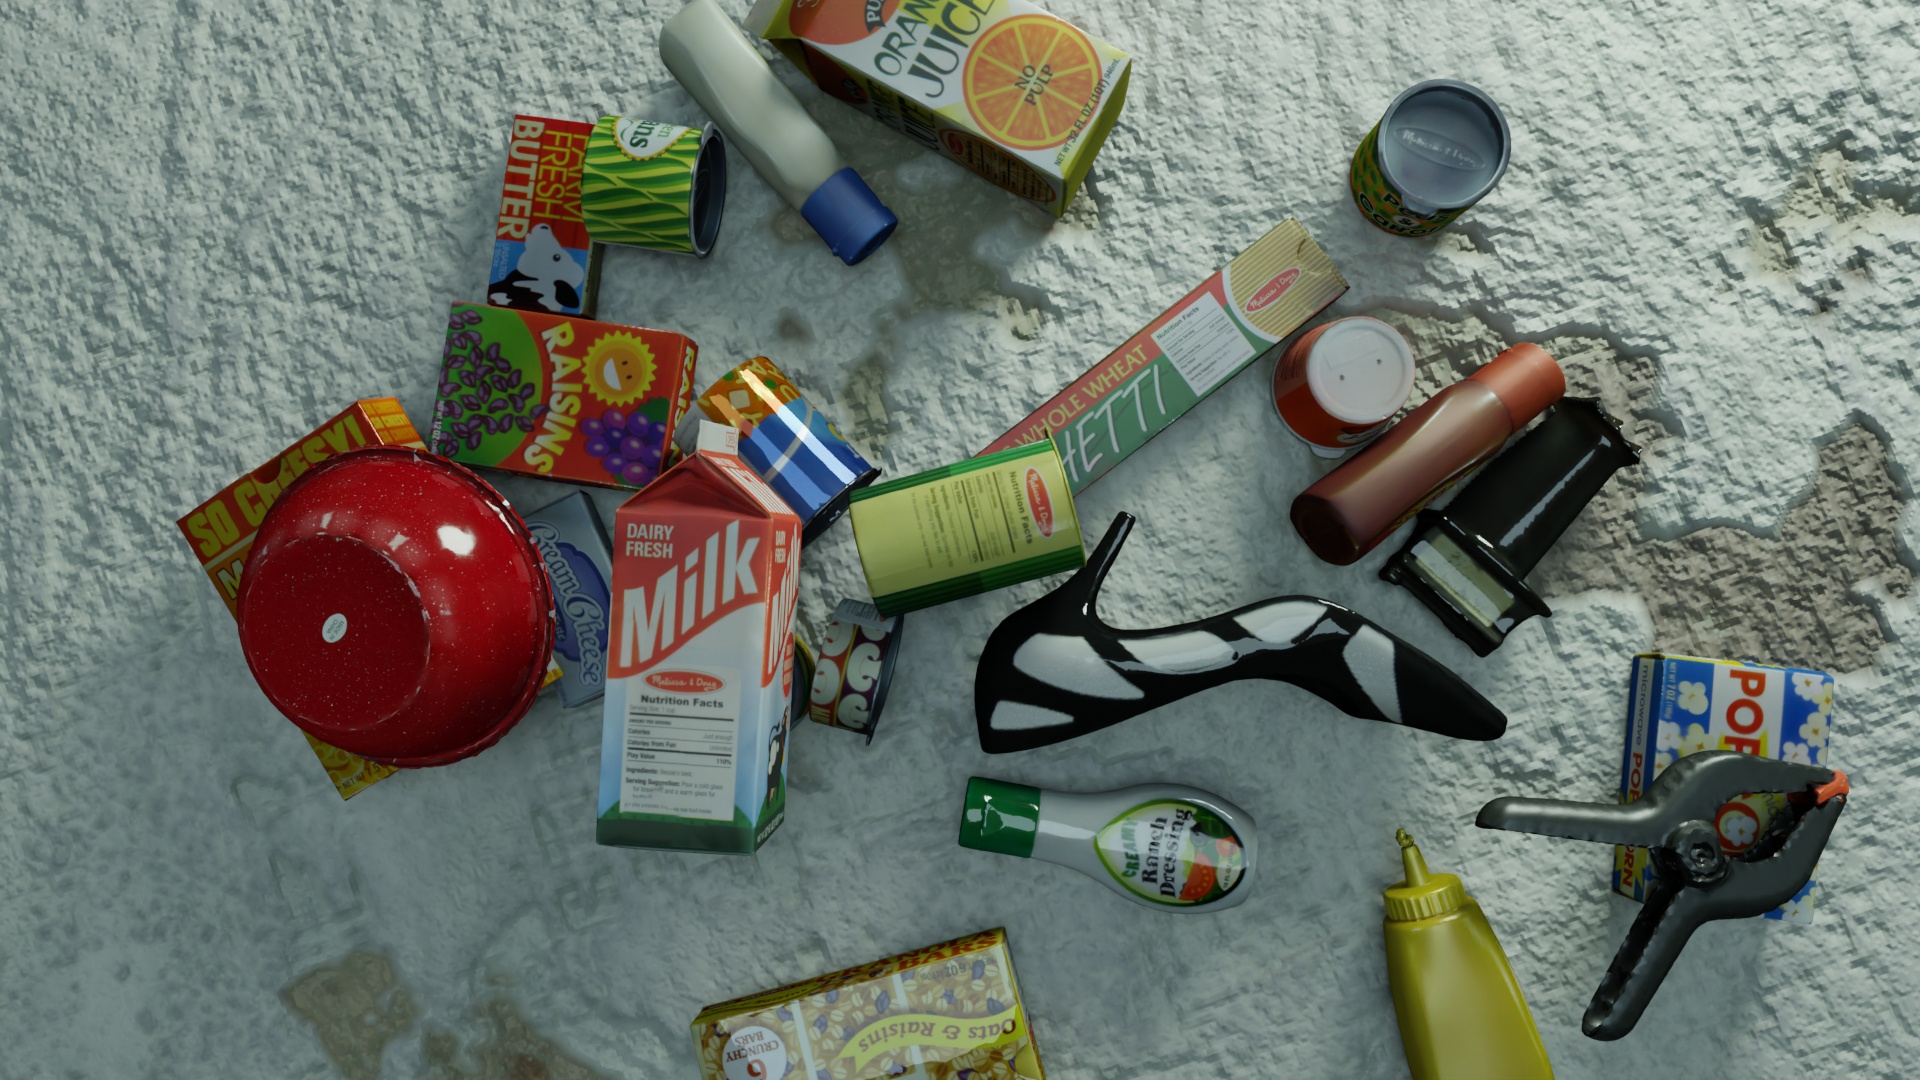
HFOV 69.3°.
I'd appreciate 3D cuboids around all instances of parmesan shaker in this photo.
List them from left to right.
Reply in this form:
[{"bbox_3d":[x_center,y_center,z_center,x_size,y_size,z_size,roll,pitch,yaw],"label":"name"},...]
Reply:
[{"bbox_3d":[0.002,-0.008,0.676,0.103,0.071,0.071,-15,87,1],"label":"parmesan shaker"}]

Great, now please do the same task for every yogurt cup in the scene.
[{"bbox_3d":[0.198,-0.083,0.712,0.072,0.054,0.072,0,87,1],"label":"yogurt cup"}]

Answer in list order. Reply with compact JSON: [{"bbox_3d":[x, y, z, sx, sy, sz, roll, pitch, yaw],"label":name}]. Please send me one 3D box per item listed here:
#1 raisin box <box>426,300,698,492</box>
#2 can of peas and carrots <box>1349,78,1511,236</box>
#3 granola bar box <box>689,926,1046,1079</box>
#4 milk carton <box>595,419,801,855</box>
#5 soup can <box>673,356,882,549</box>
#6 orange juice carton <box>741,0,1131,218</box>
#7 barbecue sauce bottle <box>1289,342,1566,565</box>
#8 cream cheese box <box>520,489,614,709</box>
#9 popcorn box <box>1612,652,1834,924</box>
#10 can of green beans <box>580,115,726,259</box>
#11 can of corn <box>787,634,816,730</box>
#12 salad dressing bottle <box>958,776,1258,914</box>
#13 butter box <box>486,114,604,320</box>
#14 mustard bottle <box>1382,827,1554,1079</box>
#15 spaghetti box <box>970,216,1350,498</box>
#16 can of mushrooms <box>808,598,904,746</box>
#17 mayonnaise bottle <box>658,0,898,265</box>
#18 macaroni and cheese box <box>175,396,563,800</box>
[{"bbox_3d":[-0.206,-0.073,0.727,0.123,0.040,0.086,8,87,3],"label":"raisin box"},{"bbox_3d":[0.239,-0.192,0.714,0.071,0.058,0.071,0,88,2],"label":"can of peas and carrots"},{"bbox_3d":[-0.041,0.281,0.706,0.166,0.039,0.124,-15,87,1],"label":"granola bar box"},{"bbox_3d":[-0.117,0.041,0.641,0.073,0.072,0.190,3,91,4],"label":"milk carton"},{"bbox_3d":[-0.093,-0.044,0.711,0.071,0.071,0.084,-43,87,-1],"label":"soup can"},{"bbox_3d":[-0.014,-0.249,0.715,0.193,0.073,0.072,29,89,3],"label":"orange juice carton"},{"bbox_3d":[0.240,-0.046,0.707,0.149,0.065,0.043,-35,87,-9],"label":"barbecue sauce bottle"},{"bbox_3d":[-0.201,0.031,0.729,0.053,0.024,0.104,-24,87,0],"label":"cream cheese box"},{"bbox_3d":[0.386,0.124,0.704,0.085,0.038,0.126,7,87,2],"label":"popcorn box"},{"bbox_3d":[-0.158,-0.183,0.718,0.058,0.071,0.071,9,88,2],"label":"can of green beans"},{"bbox_3d":[-0.109,0.071,0.708,0.071,0.058,0.071,0,87,2],"label":"can of corn"},{"bbox_3d":[0.074,0.150,0.707,0.148,0.044,0.064,9,89,2],"label":"salad dressing bottle"},{"bbox_3d":[-0.216,-0.171,0.740,0.053,0.024,0.103,7,88,1],"label":"butter box"},{"bbox_3d":[0.247,0.221,0.698,0.065,0.049,0.160,-16,86,0],"label":"mustard bottle"},{"bbox_3d":[0.087,-0.074,0.726,0.250,0.028,0.050,-37,87,-1],"label":"spaghetti box"},{"bbox_3d":[-0.053,0.066,0.703,0.033,0.071,0.071,14,88,2],"label":"can of mushrooms"},{"bbox_3d":[-0.094,-0.210,0.722,0.041,0.064,0.148,-42,91,-4],"label":"mayonnaise bottle"},{"bbox_3d":[-0.299,0.029,0.703,0.123,0.040,0.166,-30,93,12],"label":"macaroni and cheese box"}]
